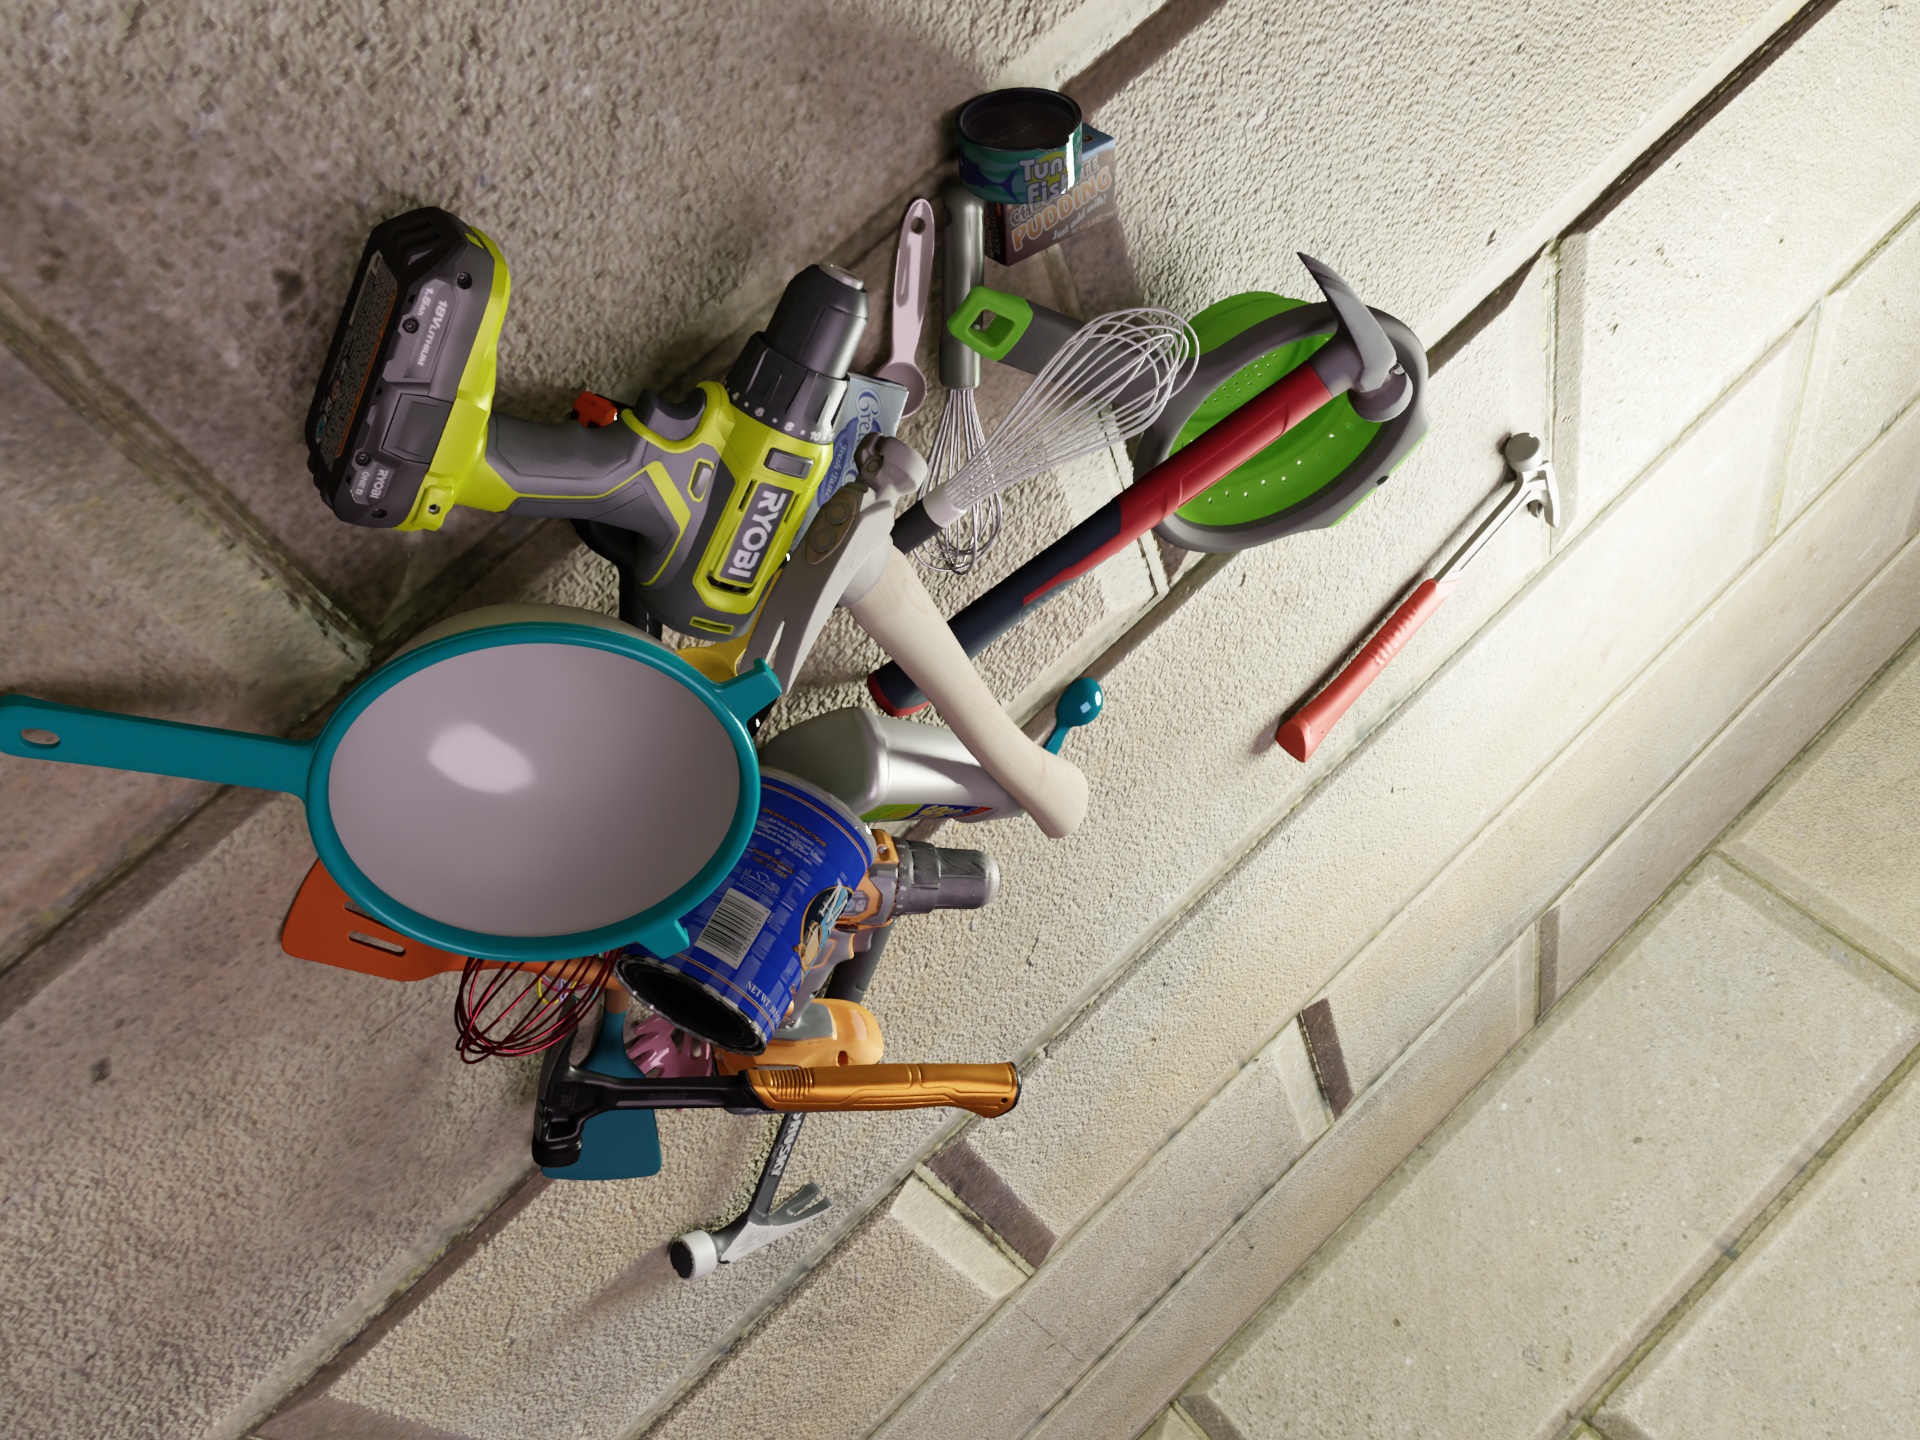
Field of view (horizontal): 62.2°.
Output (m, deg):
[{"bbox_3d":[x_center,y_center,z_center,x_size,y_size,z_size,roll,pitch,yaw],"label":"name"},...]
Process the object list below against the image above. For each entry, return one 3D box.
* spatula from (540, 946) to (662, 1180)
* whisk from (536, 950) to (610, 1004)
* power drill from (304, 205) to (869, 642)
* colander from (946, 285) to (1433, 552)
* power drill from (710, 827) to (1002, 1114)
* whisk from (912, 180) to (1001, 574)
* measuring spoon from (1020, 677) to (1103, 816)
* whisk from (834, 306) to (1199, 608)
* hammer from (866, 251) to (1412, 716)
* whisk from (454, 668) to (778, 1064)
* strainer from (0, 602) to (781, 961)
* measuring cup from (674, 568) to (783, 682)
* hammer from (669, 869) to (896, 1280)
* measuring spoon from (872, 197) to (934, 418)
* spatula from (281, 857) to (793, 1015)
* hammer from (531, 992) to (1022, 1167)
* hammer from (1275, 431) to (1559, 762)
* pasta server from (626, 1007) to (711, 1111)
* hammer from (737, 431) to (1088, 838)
[{"bbox_3d":[-0.220,0.175,1.040,0.082,0.044,0.317,4,122,-17],"label":"spatula"},{"bbox_3d":[-0.223,0.074,0.943,0.047,0.051,0.244,-8,126,-36],"label":"whisk"},{"bbox_3d":[-0.159,-0.145,0.729,0.228,0.080,0.190,12,115,-39],"label":"power drill"},{"bbox_3d":[0.135,-0.223,0.997,0.396,0.095,0.204,9,135,-42],"label":"colander"},{"bbox_3d":[-0.079,0.171,1.115,0.185,0.084,0.226,3,123,-19],"label":"power drill"},{"bbox_3d":[-0.001,-0.191,0.927,0.059,0.058,0.246,-11,129,-15],"label":"whisk"},{"bbox_3d":[0.077,0.026,1.239,0.042,0.021,0.128,4,119,-49],"label":"measuring spoon"},{"bbox_3d":[0.016,-0.140,0.904,0.284,0.070,0.070,-34,154,29],"label":"whisk"},{"bbox_3d":[0.089,-0.127,0.980,0.386,0.038,0.143,-35,145,16],"label":"hammer"},{"bbox_3d":[-0.186,0.075,0.906,0.296,0.073,0.073,-55,152,-32],"label":"whisk"},{"bbox_3d":[-0.269,0.006,0.771,0.340,0.095,0.211,10,125,-21],"label":"strainer"},{"bbox_3d":[-0.123,-0.047,0.936,0.156,0.062,0.029,-50,161,-18],"label":"measuring cup"},{"bbox_3d":[-0.112,0.276,1.264,0.149,0.036,0.408,-6,127,-46],"label":"hammer"},{"bbox_3d":[-0.031,-0.229,0.886,0.034,0.018,0.124,-1,121,-19],"label":"measuring spoon"},{"bbox_3d":[-0.229,0.141,0.942,0.322,0.041,0.081,21,104,-42],"label":"spatula"},{"bbox_3d":[-0.114,0.245,1.082,0.336,0.034,0.127,4,120,-21],"label":"hammer"},{"bbox_3d":[0.430,-0.100,1.492,0.359,0.037,0.149,-48,145,-2],"label":"hammer"},{"bbox_3d":[-0.186,0.135,1.044,0.040,0.060,0.316,-57,159,-51],"label":"pasta server"},{"bbox_3d":[-0.002,-0.003,0.969,0.146,0.038,0.410,-62,150,-13],"label":"hammer"}]
